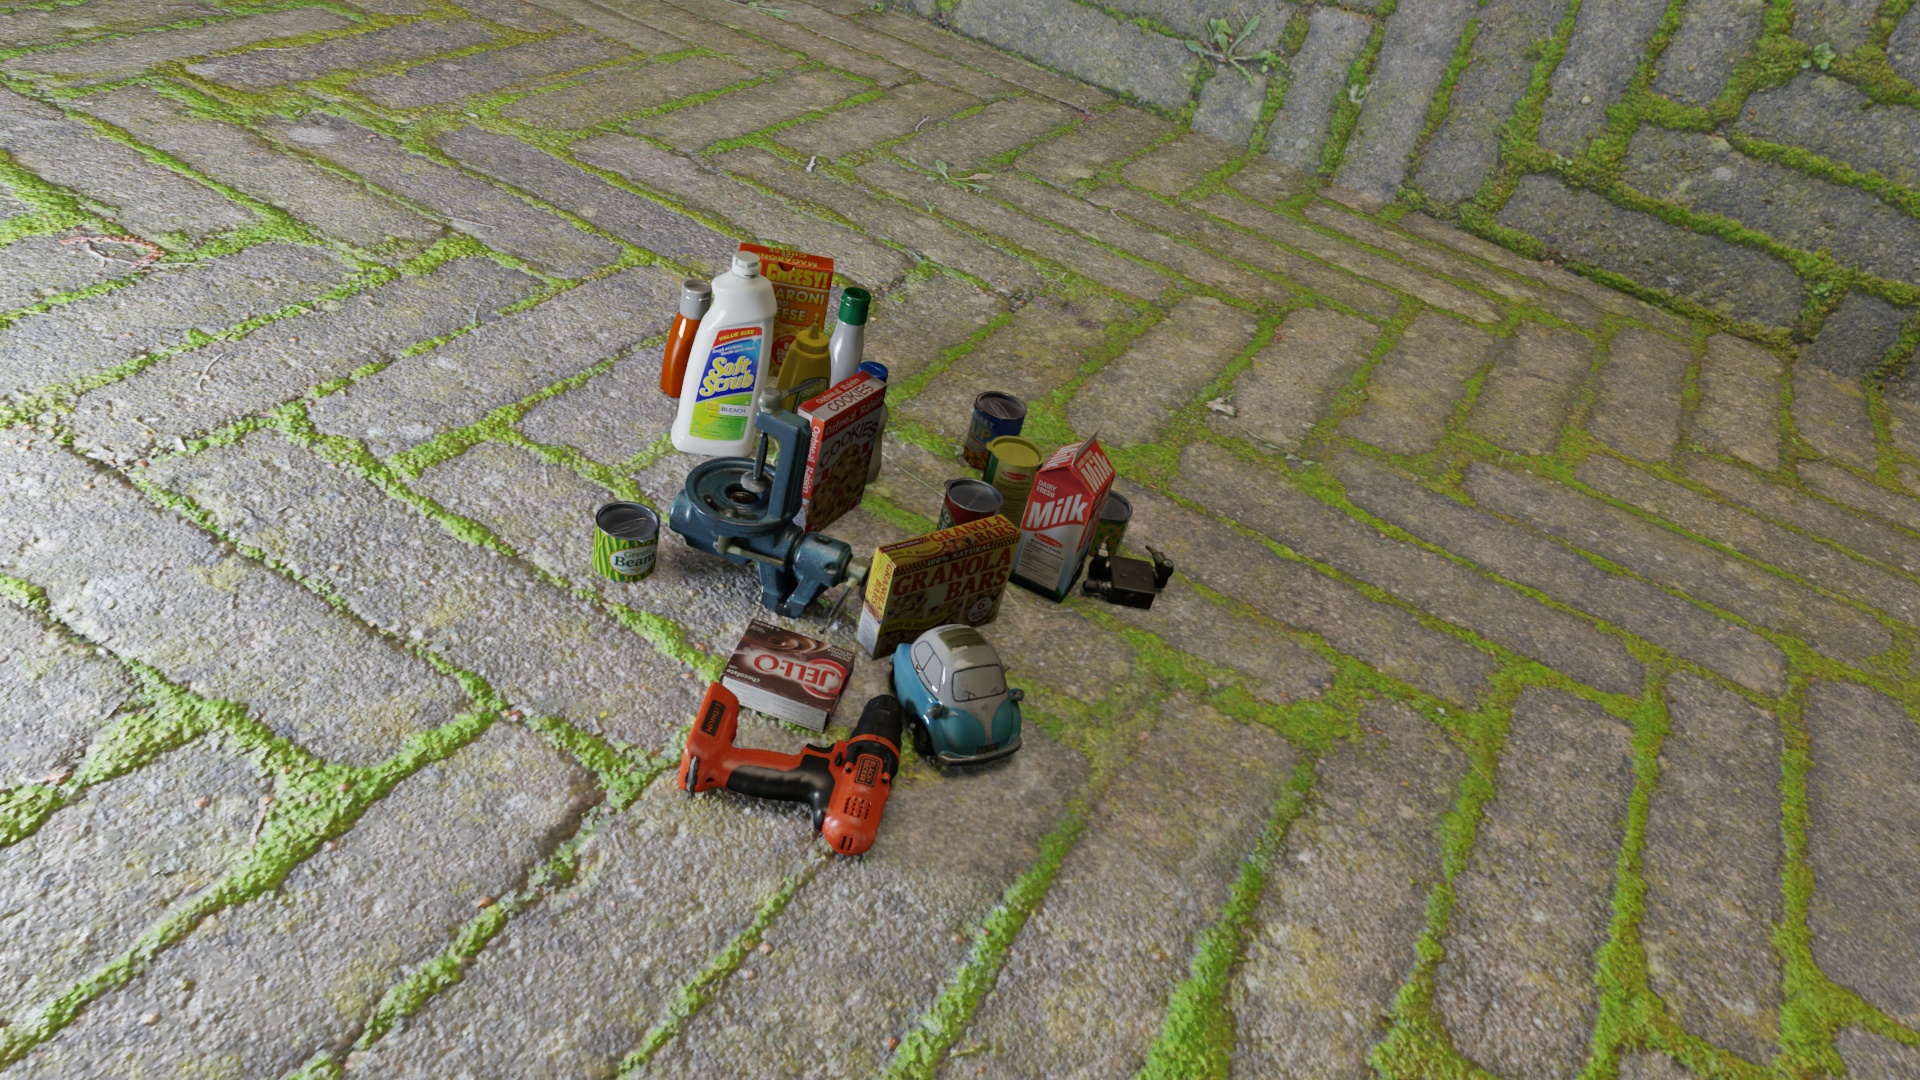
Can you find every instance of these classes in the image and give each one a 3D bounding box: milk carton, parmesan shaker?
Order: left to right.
[{"bbox_3d":[0.053,-0.065,1.651,0.071,0.102,0.072,10,35,-7],"label":"parmesan shaker"},{"bbox_3d":[0.116,-0.032,1.553,0.073,0.189,0.073,25,36,14],"label":"milk carton"}]

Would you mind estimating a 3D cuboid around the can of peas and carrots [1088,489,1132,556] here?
[{"bbox_3d":[0.165,-0.022,1.672,0.071,0.058,0.071,10,35,-7],"label":"can of peas and carrots"}]

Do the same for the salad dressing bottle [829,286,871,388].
[{"bbox_3d":[-0.147,-0.256,1.804,0.044,0.146,0.064,5,36,-15],"label":"salad dressing bottle"}]

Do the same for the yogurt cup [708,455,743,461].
[{"bbox_3d":[-0.259,-0.056,1.564,0.072,0.053,0.073,10,35,-7],"label":"yogurt cup"}]

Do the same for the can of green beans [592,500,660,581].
[{"bbox_3d":[-0.349,0.001,1.447,0.071,0.057,0.071,10,35,-7],"label":"can of green beans"}]

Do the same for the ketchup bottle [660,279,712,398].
[{"bbox_3d":[-0.334,-0.250,1.725,0.065,0.148,0.043,-17,45,-38],"label":"ketchup bottle"}]

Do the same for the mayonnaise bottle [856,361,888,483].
[{"bbox_3d":[-0.116,-0.141,1.655,0.065,0.147,0.041,31,37,22],"label":"mayonnaise bottle"}]

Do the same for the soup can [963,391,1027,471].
[{"bbox_3d":[0.040,-0.138,1.765,0.071,0.083,0.072,10,35,-7],"label":"soup can"}]

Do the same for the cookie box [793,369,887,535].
[{"bbox_3d":[-0.146,-0.095,1.562,0.040,0.166,0.123,28,37,18],"label":"cookie box"}]

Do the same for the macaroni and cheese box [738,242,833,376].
[{"bbox_3d":[-0.238,-0.295,1.809,0.124,0.165,0.040,8,35,-10],"label":"macaroni and cheese box"}]

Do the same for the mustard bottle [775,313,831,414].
[{"bbox_3d":[-0.190,-0.206,1.707,0.065,0.159,0.049,-13,43,-35],"label":"mustard bottle"}]

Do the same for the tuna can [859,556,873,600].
[{"bbox_3d":[-0.073,0.047,1.509,0.071,0.032,0.071,10,35,-7],"label":"tuna can"}]

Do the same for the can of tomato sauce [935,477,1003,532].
[{"bbox_3d":[0.006,-0.020,1.588,0.071,0.082,0.071,10,35,-7],"label":"can of tomato sauce"}]

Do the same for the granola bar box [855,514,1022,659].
[{"bbox_3d":[-0.023,0.046,1.448,0.166,0.123,0.039,-15,44,-36],"label":"granola bar box"}]
